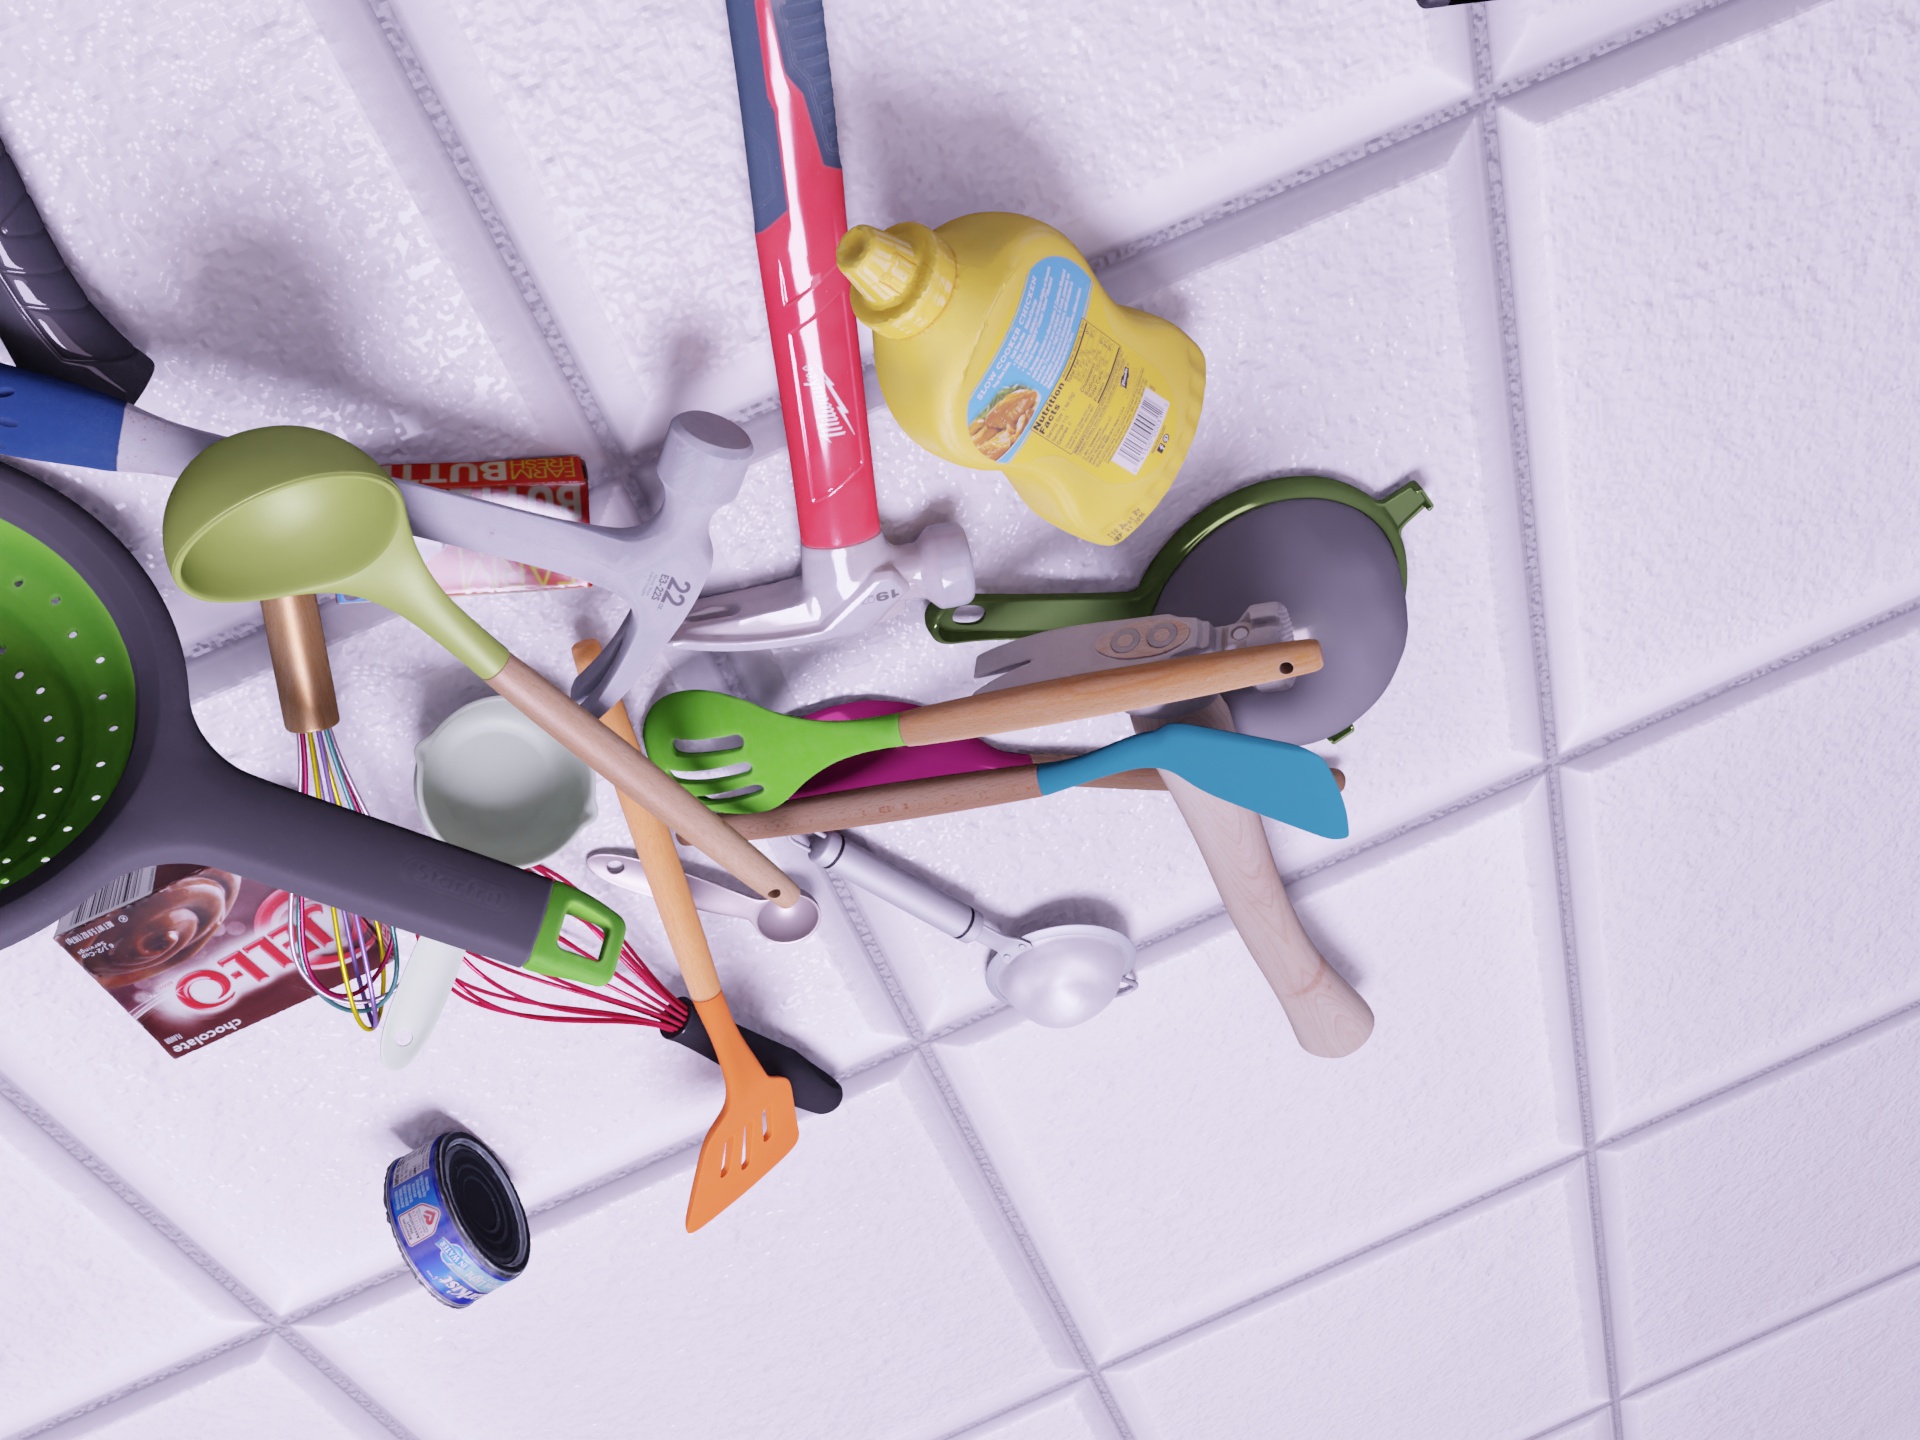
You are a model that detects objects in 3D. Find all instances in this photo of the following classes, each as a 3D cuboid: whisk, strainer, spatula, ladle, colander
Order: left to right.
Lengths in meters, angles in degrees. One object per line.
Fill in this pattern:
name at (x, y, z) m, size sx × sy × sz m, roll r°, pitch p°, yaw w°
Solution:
colander at (-0.326, 0.035, 0.603) m, size 0.396 × 0.205 × 0.094 m, roll 23°, pitch 146°, yaw -20°
whisk at (-0.269, 0.021, 0.669) m, size 0.051 × 0.047 × 0.244 m, roll 7°, pitch 112°, yaw 23°
ladle at (-0.161, 0.001, 0.616) m, size 0.078 × 0.062 × 0.319 m, roll -32°, pitch 131°, yaw 14°
whisk at (-0.158, 0.144, 0.806) m, size 0.073 × 0.073 × 0.295 m, roll -40°, pitch 132°, yaw 12°
spatula at (-0.135, 0.109, 0.763) m, size 0.081 × 0.041 × 0.322 m, roll -34°, pitch 121°, yaw -39°
strainer at (0.008, 0.115, 0.853) m, size 0.258 × 0.050 × 0.087 m, roll 32°, pitch 124°, yaw -30°
spatula at (0.012, 0.039, 0.726) m, size 0.317 × 0.044 × 0.082 m, roll -9°, pitch 148°, yaw 17°
strainer at (0.112, -0.037, 0.758) m, size 0.256 × 0.069 × 0.151 m, roll -2°, pitch 125°, yaw -19°

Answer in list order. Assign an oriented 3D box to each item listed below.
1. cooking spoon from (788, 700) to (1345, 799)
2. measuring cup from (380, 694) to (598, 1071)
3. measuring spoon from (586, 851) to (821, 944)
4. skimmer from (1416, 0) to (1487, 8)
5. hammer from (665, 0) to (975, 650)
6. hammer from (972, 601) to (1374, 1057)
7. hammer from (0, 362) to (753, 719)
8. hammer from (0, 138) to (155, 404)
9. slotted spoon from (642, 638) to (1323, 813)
cooking spoon at (0.058, 0.026, 0.817) m, size 0.318 × 0.017 × 0.068 m, roll 3°, pitch 124°, yaw -20°
measuring cup at (-0.217, 0.069, 0.695) m, size 0.083 × 0.038 × 0.168 m, roll 24°, pitch 80°, yaw -22°
measuring spoon at (-0.129, 0.083, 0.802) m, size 0.124 × 0.018 × 0.034 m, roll 20°, pitch 118°, yaw -21°
skimmer at (0.358, -0.340, 0.652) m, size 0.363 × 0.090 × 0.127 m, roll -9°, pitch 130°, yaw 0°
hammer at (-0.076, -0.195, 0.598) m, size 0.143 × 0.038 × 0.386 m, roll -11°, pitch 128°, yaw -9°
hammer at (0.142, 0.082, 0.840) m, size 0.146 × 0.038 × 0.410 m, roll -7°, pitch 142°, yaw 22°
hammer at (-0.287, -0.092, 0.565) m, size 0.405 × 0.035 × 0.144 m, roll 12°, pitch 122°, yaw -25°
hammer at (-0.349, -0.234, 0.487) m, size 0.146 × 0.035 × 0.334 m, roll -18°, pitch 128°, yaw -7°
slotted spoon at (-0.001, -0.002, 0.692) m, size 0.314 × 0.031 × 0.070 m, roll -10°, pitch 122°, yaw 18°
